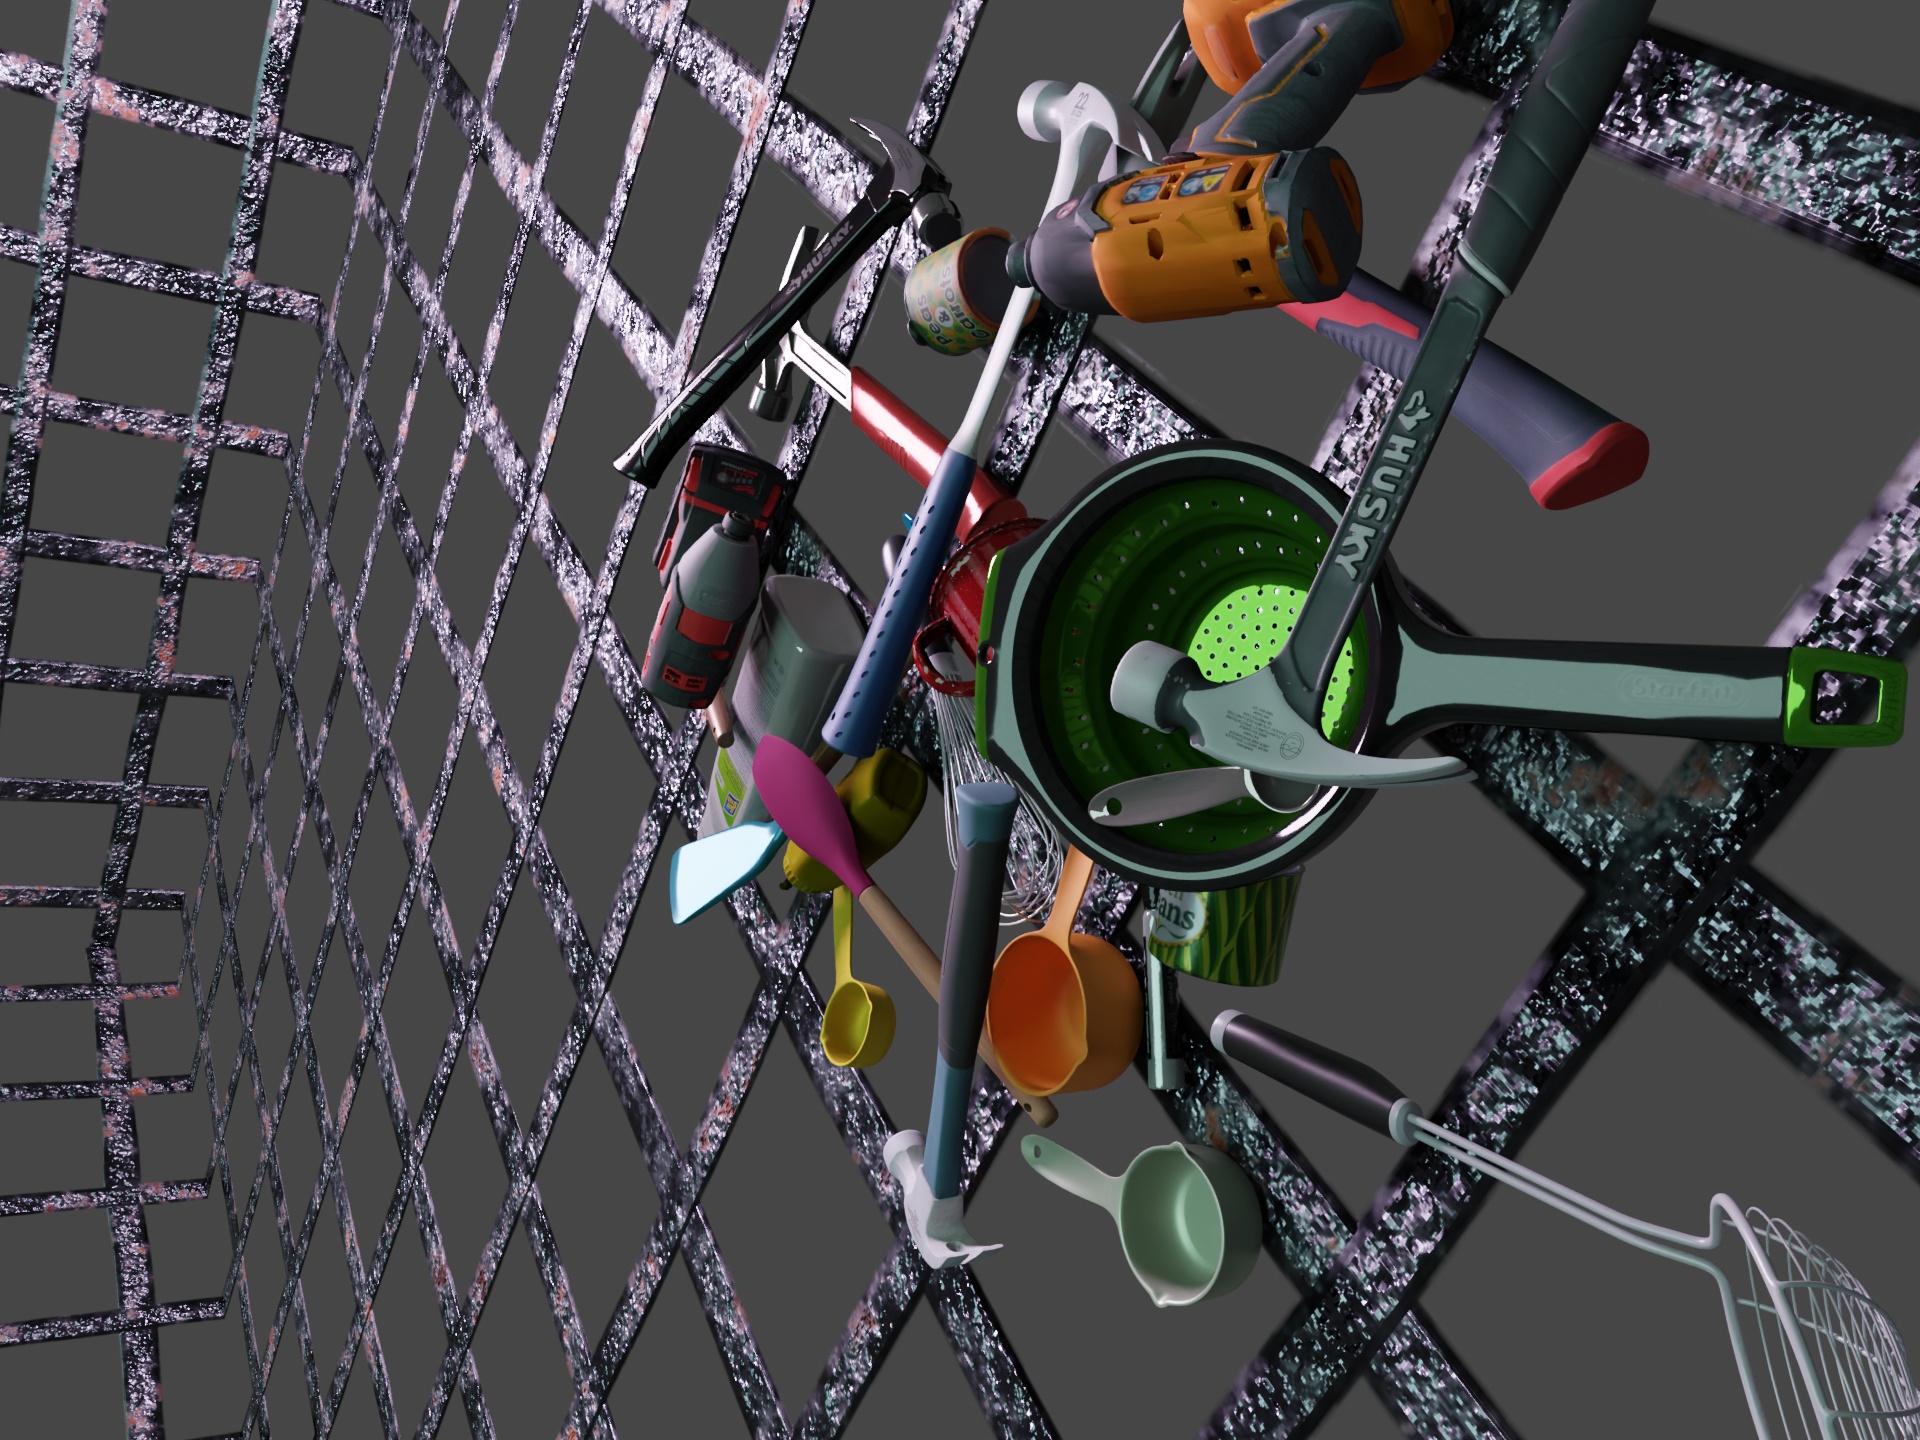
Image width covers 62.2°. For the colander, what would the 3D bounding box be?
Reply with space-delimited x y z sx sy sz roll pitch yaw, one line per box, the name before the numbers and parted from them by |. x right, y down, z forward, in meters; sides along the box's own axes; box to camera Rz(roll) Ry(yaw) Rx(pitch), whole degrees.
colander | 0.191 -0.018 0.700 0.397 0.094 0.204 5 91 37

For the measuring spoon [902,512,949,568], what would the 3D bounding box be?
measuring spoon | 0.002 -0.097 1.004 0.129 0.021 0.042 52 161 36

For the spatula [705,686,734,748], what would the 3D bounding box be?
spatula | -0.206 -0.052 1.252 0.316 0.018 0.059 -122 47 -60

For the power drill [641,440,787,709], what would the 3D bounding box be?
power drill | -0.179 -0.116 1.157 0.220 0.078 0.143 -99 30 -61

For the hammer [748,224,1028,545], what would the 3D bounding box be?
hammer | -0.052 -0.220 1.098 0.359 0.036 0.149 48 123 47

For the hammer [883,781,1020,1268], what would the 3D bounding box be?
hammer | -0.002 0.174 0.887 0.128 0.033 0.330 -122 33 -53

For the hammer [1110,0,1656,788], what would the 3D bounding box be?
hammer | 0.207 -0.162 0.638 0.149 0.036 0.409 25 90 33

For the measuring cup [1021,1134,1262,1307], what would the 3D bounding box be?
measuring cup | 0.092 0.246 0.831 0.168 0.038 0.083 9 93 57

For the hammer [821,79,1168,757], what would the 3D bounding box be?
hammer | 0.006 -0.164 0.920 0.144 0.035 0.405 46 118 57

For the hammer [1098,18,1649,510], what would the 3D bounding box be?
hammer | 0.184 -0.220 0.765 0.387 0.038 0.143 50 123 45

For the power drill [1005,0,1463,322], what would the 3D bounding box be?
power drill | 0.121 -0.269 0.716 0.164 0.084 0.227 5 57 39

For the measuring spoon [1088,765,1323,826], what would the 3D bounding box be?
measuring spoon | 0.107 0.030 0.696 0.124 0.018 0.034 -15 83 42

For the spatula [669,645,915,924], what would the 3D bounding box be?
spatula | -0.096 0.016 1.077 0.317 0.044 0.082 -51 28 22

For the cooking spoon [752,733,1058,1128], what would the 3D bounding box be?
cooking spoon | -0.042 0.125 0.983 0.319 0.017 0.068 48 134 28

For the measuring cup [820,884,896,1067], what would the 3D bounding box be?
measuring cup | -0.069 0.163 1.087 0.062 0.029 0.157 -39 43 40

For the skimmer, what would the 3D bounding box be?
skimmer | 0.204 0.198 0.633 0.363 0.090 0.127 18 132 56

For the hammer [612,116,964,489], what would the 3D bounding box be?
hammer | -0.139 -0.287 1.146 0.334 0.035 0.146 -40 50 23

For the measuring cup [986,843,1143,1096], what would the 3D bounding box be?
measuring cup | 0.071 0.120 0.866 0.095 0.052 0.173 29 107 52

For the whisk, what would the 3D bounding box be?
whisk | -0.002 -0.003 0.963 0.070 0.070 0.285 -49 50 40
